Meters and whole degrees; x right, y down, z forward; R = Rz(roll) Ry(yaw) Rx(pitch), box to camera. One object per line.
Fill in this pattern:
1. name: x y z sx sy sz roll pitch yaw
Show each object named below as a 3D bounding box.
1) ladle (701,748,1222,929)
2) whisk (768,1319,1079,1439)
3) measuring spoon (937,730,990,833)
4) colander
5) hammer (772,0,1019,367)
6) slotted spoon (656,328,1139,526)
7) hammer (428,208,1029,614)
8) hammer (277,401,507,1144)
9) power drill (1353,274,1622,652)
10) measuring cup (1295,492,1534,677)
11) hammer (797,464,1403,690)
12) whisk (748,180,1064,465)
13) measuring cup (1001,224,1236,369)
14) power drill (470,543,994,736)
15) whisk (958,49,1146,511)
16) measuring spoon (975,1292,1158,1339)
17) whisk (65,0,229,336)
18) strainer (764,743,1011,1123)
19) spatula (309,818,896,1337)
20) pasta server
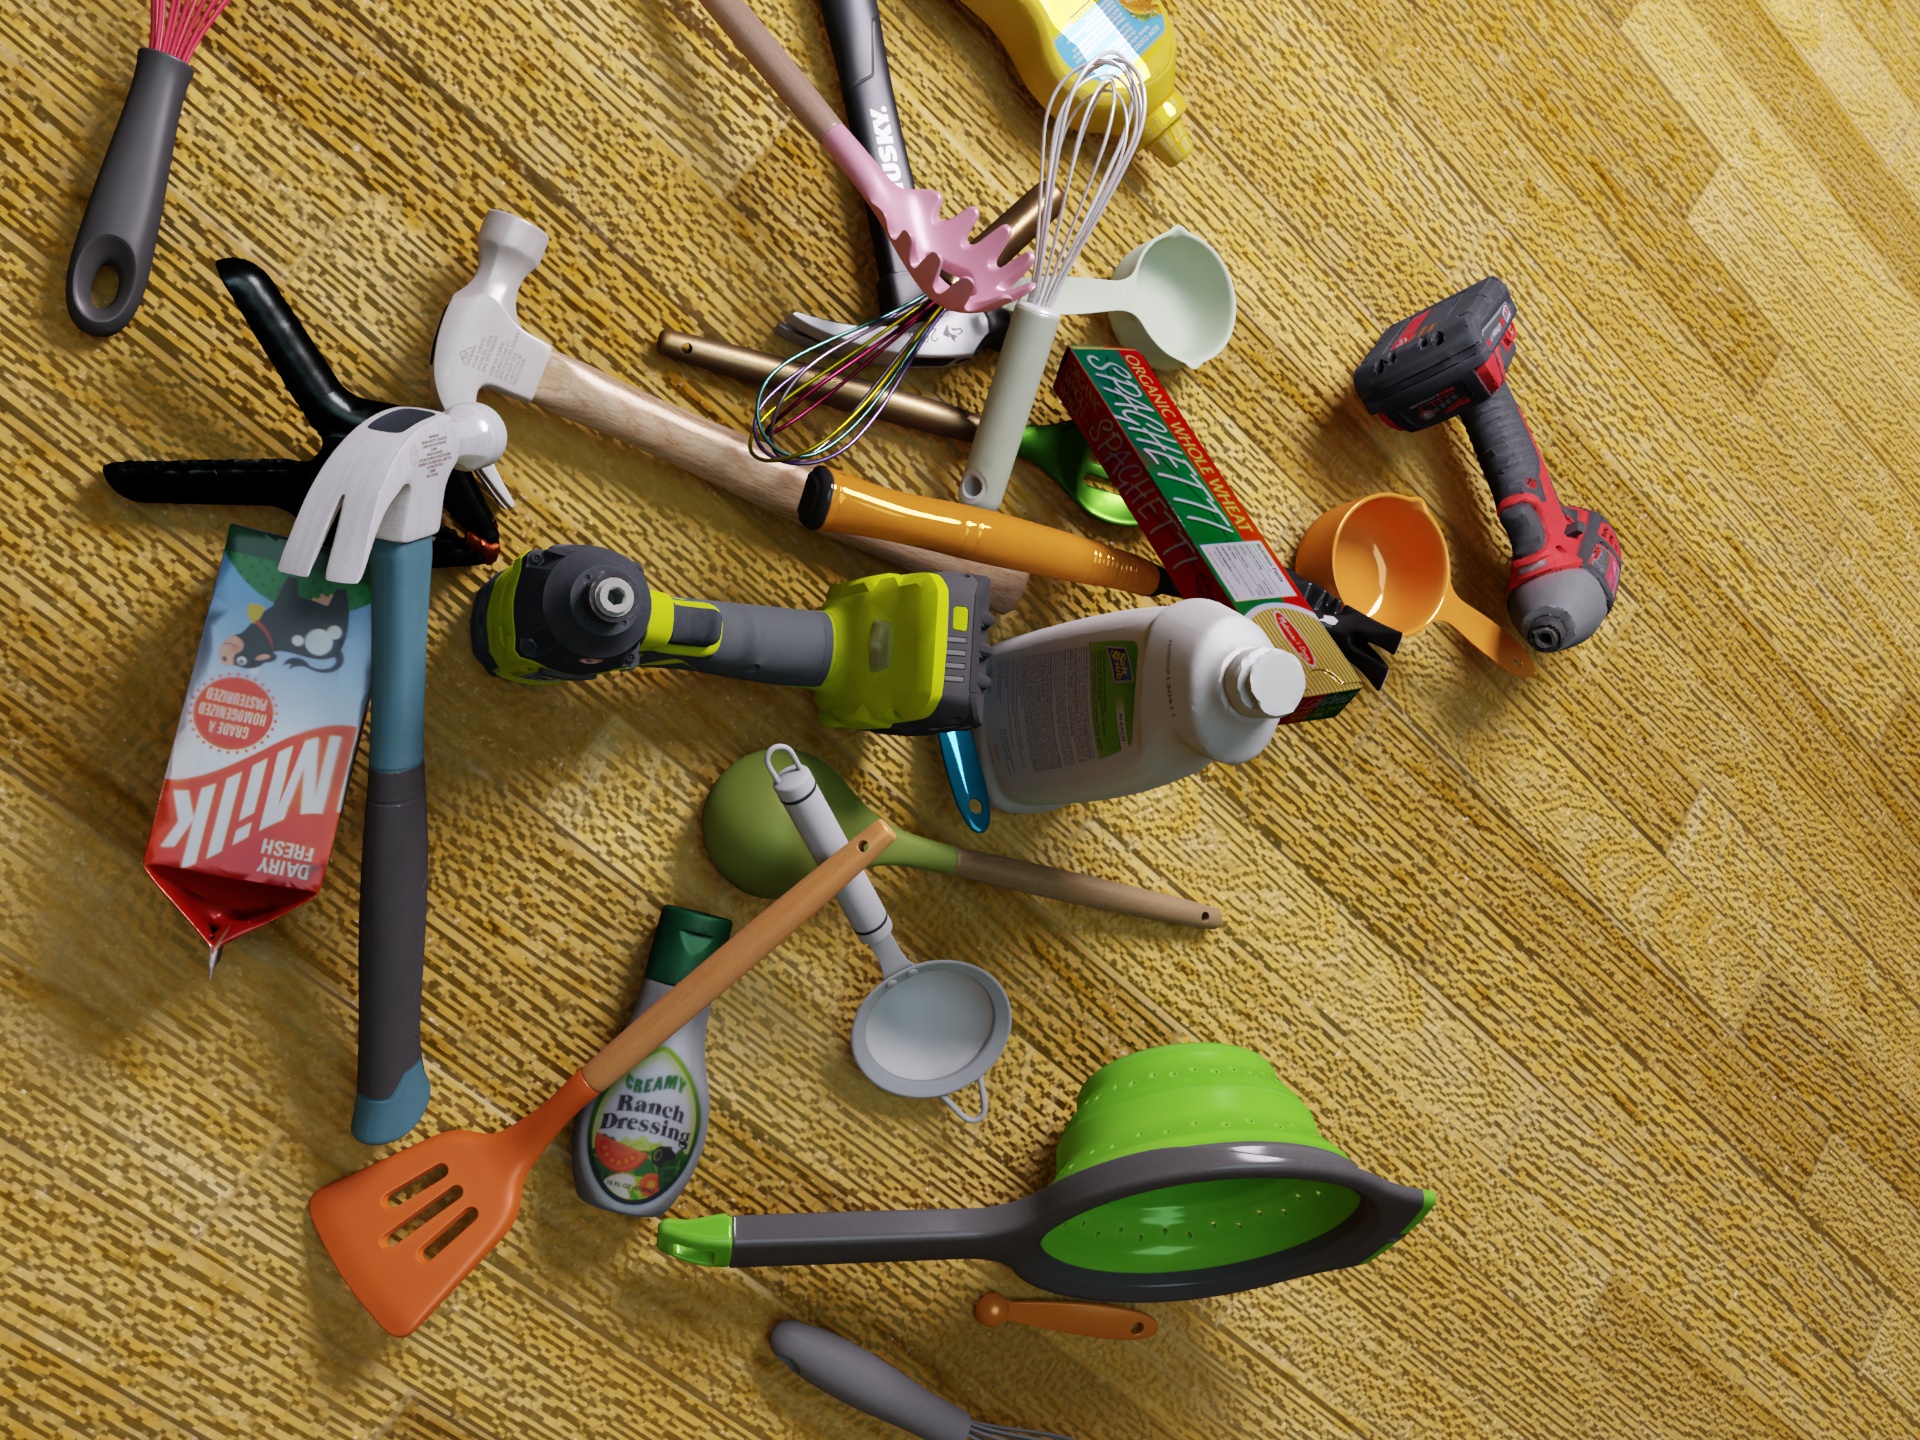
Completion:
1. ladle: 0.011 0.081 0.873 0.320 0.062 0.078 15 82 -29
2. whisk: -0.002 0.379 0.846 0.238 0.055 0.055 35 75 -15
3. measuring spoon: -0.001 -0.003 0.854 0.042 0.021 0.129 -7 72 -27
4. colander: 0.042 0.233 0.839 0.397 0.204 0.095 2 53 -11
5. hammer: -0.059 -0.356 0.858 0.146 0.035 0.335 -14 93 -24
6. slotted spoon: -0.012 -0.168 0.874 0.313 0.031 0.070 11 101 -21
7. hammer: -0.109 -0.127 0.821 0.331 0.031 0.130 22 88 -24
8. hammer: -0.247 0.031 0.698 0.033 0.128 0.331 10 106 9
9. power drill: 0.334 -0.147 0.976 0.219 0.078 0.143 57 39 -13
10. measuring cup: 0.281 -0.071 0.987 0.173 0.052 0.095 32 76 -21
11. hammer: 0.075 -0.080 0.845 0.336 0.127 0.034 10 109 -26
12. whisk: -0.025 -0.210 0.824 0.051 0.047 0.245 50 63 -17
13. measuring cup: 0.082 -0.237 0.904 0.167 0.038 0.083 -8 92 -30
14. power drill: -0.104 -0.040 0.753 0.223 0.171 0.080 5 86 -27
15. whisk: 0.044 -0.223 0.833 0.059 0.058 0.246 -10 123 -53
16. measuring spoon: 0.062 0.336 0.889 0.116 0.011 0.021 15 101 -22
17. whisk: -0.352 -0.316 0.717 0.073 0.073 0.296 15 88 -23
18. strainer: -0.041 0.108 0.806 0.087 0.050 0.258 -26 124 -2
19. spatula: -0.158 0.154 0.745 0.322 0.041 0.081 -41 76 1
20. pasta server: -0.078 -0.322 0.802 0.316 0.040 0.060 51 48 4
